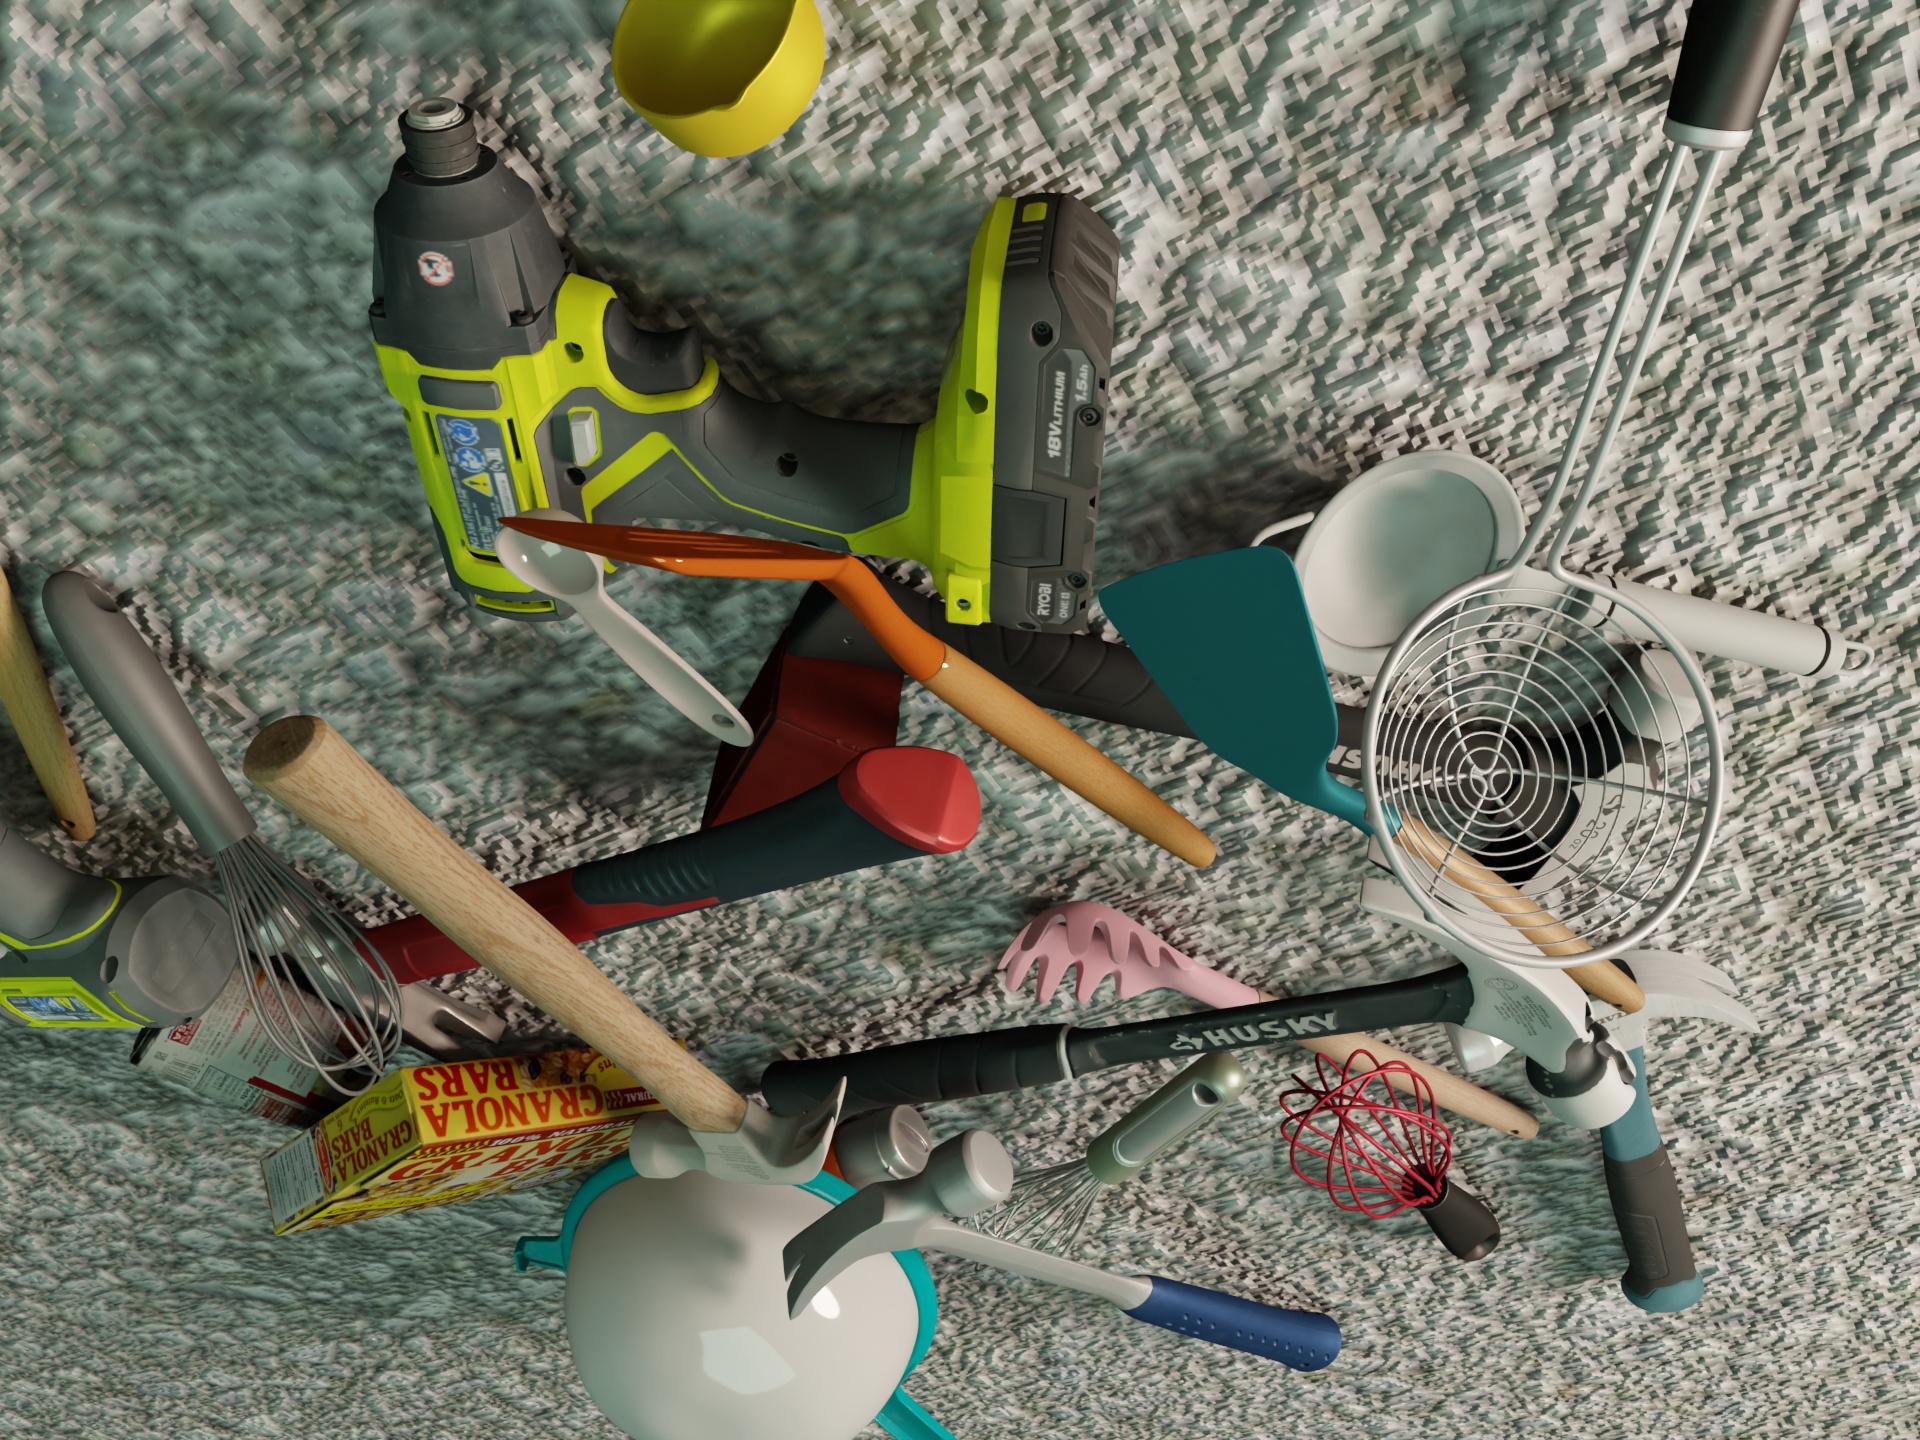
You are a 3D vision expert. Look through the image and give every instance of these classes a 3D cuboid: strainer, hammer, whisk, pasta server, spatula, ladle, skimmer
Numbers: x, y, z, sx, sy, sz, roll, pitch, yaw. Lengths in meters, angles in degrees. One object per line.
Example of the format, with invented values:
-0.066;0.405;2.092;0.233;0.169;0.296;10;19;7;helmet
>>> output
0.212;-0.044;0.558;0.258;0.050;0.086;11;121;-14;strainer
0.337;0.219;0.799;0.128;0.033;0.330;-21;132;11;hammer
-0.153;0.107;0.631;0.130;0.031;0.331;-6;140;27;hammer
0.223;0.225;0.782;0.073;0.073;0.295;-19;144;21;whisk
0.058;0.139;0.685;0.409;0.036;0.149;-18;127;39;hammer
-0.081;0.371;0.850;0.211;0.095;0.340;-35;108;28;strainer
0.157;0.150;0.752;0.316;0.040;0.060;26;143;-21;pasta server
-0.001;-0.002;0.518;0.081;0.041;0.322;17;168;43;spatula
0.099;0.000;0.612;0.334;0.035;0.146;13;133;-8;hammer
-0.371;-0.058;0.598;0.069;0.031;0.315;7;136;-4;ladle
0.070;0.229;0.812;0.058;0.059;0.246;42;134;4;whisk
0.080;0.302;0.843;0.144;0.035;0.405;-34;136;25;hammer
0.177;0.039;0.596;0.317;0.044;0.082;33;152;-32;spatula
-0.294;0.048;0.634;0.055;0.055;0.239;-20;106;22;whisk
-0.140;0.082;0.652;0.386;0.038;0.143;-17;133;36;hammer
0.201;-0.093;0.441;0.127;0.090;0.363;-1;125;-11;skimmer

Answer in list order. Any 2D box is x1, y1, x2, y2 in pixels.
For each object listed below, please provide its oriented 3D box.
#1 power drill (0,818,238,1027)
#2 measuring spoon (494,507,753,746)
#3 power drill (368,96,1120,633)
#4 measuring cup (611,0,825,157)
-0.444;0.054;0.668;0.190;0.080;0.228;-5;137;28;power drill
-0.104;-0.030;0.525;0.034;0.018;0.124;-7;143;31;measuring spoon
-0.066;-0.103;0.498;0.223;0.080;0.171;5;135;4;power drill
-0.021;-0.203;0.424;0.156;0.062;0.029;-27;157;12;measuring cup
